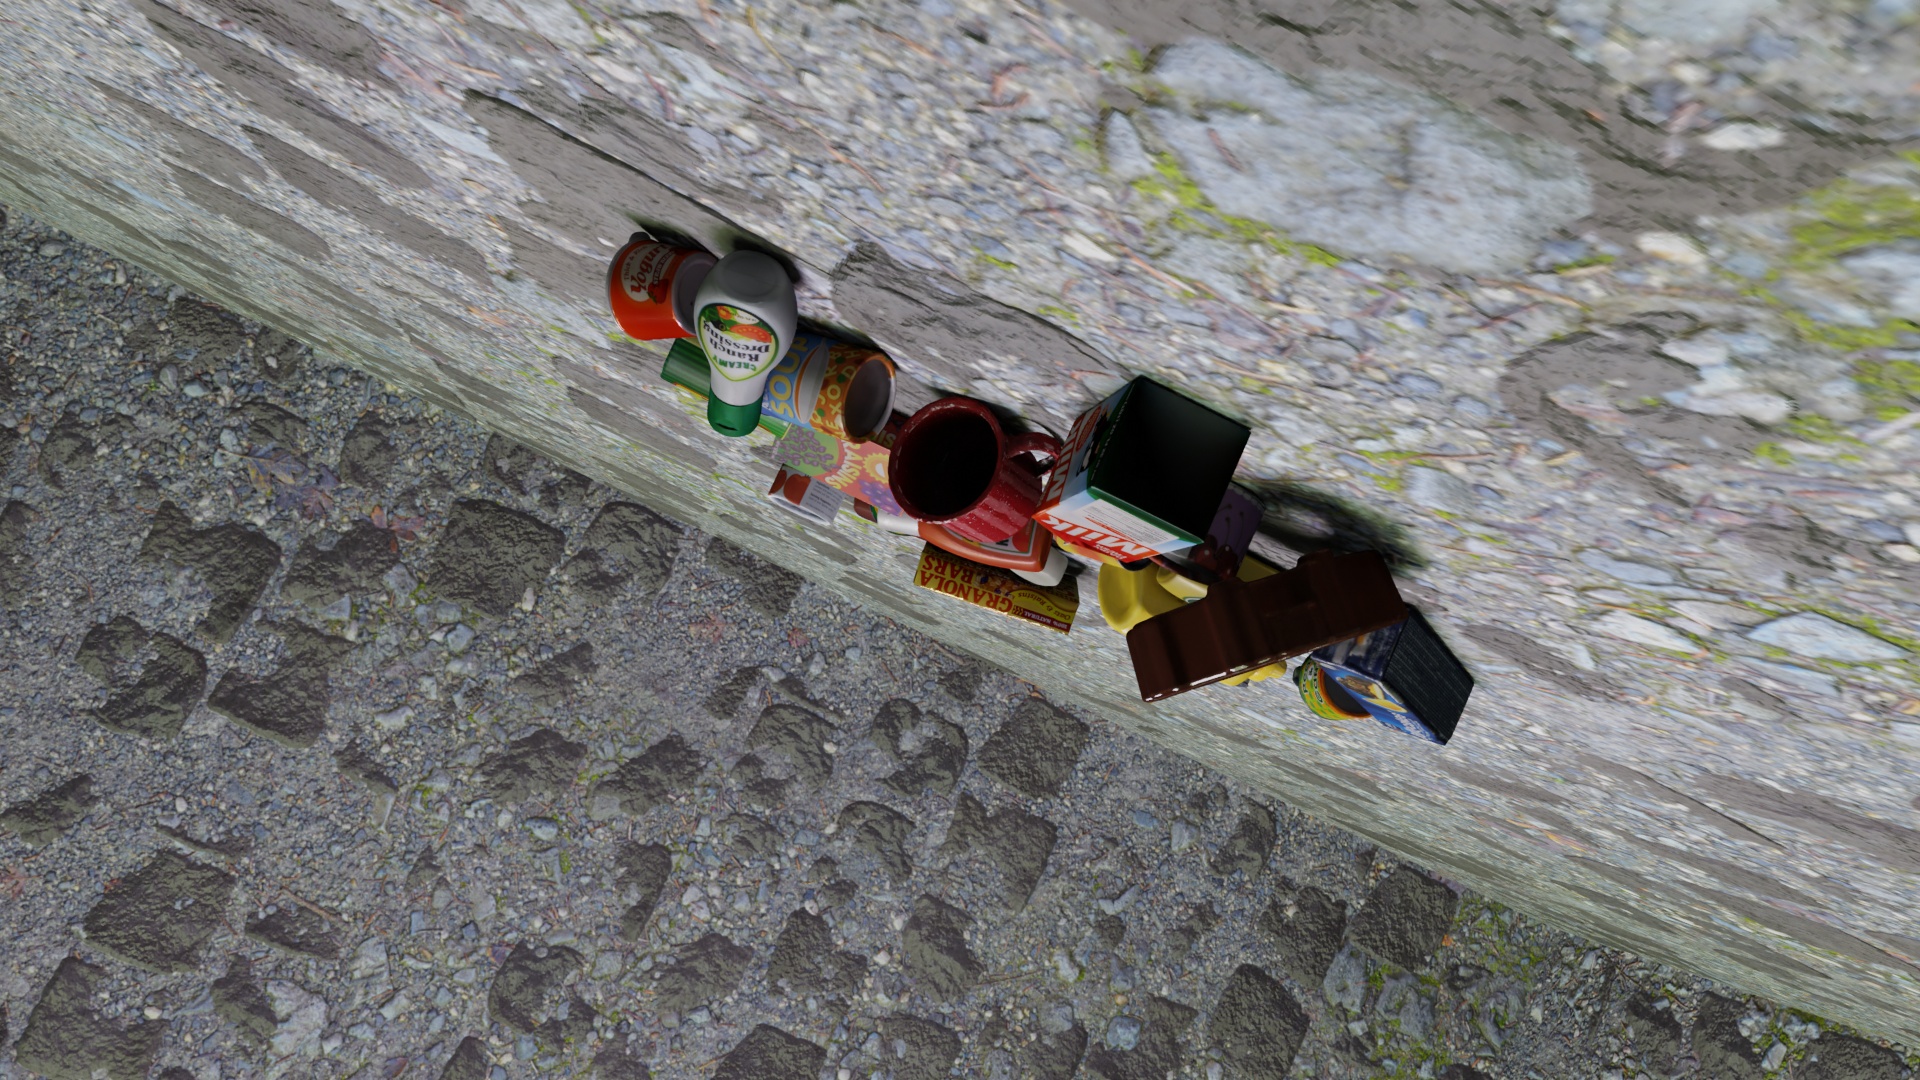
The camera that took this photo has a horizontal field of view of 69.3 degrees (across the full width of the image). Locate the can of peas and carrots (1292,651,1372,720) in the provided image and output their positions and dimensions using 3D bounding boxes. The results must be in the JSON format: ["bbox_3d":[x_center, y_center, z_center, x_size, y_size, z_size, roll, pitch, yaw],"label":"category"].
[{"bbox_3d":[0.330,0.121,1.198,0.071,0.071,0.058,25,170,-1],"label":"can of peas and carrots"}]

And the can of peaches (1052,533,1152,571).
[{"bbox_3d":[0.107,-0.016,0.976,0.058,0.071,0.071,17,169,41],"label":"can of peaches"}]

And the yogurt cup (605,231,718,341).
[{"bbox_3d":[-0.190,-0.163,0.913,0.054,0.072,0.072,10,165,31],"label":"yogurt cup"}]

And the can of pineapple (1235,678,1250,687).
[{"bbox_3d":[0.250,0.099,1.314,0.071,0.058,0.071,24,171,4],"label":"can of pineapple"}]

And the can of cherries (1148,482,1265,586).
[{"bbox_3d":[0.161,-0.006,0.914,0.071,0.058,0.071,24,171,4],"label":"can of cherries"}]

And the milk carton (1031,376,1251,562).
[{"bbox_3d":[0.100,-0.036,0.854,0.073,0.072,0.190,25,170,-7],"label":"milk carton"}]

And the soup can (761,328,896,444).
[{"bbox_3d":[-0.098,-0.109,0.968,0.084,0.071,0.071,19,170,28],"label":"soup can"}]

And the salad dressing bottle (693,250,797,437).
[{"bbox_3d":[-0.141,-0.122,0.898,0.064,0.044,0.147,18,147,-3],"label":"salad dressing bottle"}]

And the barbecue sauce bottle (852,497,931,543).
[{"bbox_3d":[-0.032,-0.021,1.409,0.149,0.043,0.065,20,-179,22],"label":"barbecue sauce bottle"}]

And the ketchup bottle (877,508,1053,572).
[{"bbox_3d":[0.004,-0.015,1.189,0.149,0.065,0.043,10,164,15],"label":"ketchup bottle"}]

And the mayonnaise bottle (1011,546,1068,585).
[{"bbox_3d":[0.044,-0.002,1.329,0.065,0.041,0.148,19,169,38],"label":"mayonnaise bottle"}]

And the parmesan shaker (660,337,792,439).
[{"bbox_3d":[-0.165,-0.130,1.047,0.103,0.071,0.071,26,171,-10],"label":"parmesan shaker"}]

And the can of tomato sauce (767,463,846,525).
[{"bbox_3d":[-0.133,-0.065,1.283,0.071,0.083,0.071,24,171,4],"label":"can of tomato sauce"}]

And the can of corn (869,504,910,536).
[{"bbox_3d":[-0.046,-0.038,1.259,0.071,0.071,0.058,25,171,-4],"label":"can of corn"}]

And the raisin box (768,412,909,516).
[{"bbox_3d":[-0.087,-0.077,1.135,0.123,0.040,0.085,25,146,-5],"label":"raisin box"}]

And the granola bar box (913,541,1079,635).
[{"bbox_3d":[0.038,0.042,1.435,0.166,0.039,0.124,18,-169,-1],"label":"granola bar box"}]

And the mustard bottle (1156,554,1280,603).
[{"bbox_3d":[0.232,0.047,1.071,0.160,0.049,0.065,25,170,-7],"label":"mustard bottle"}]
